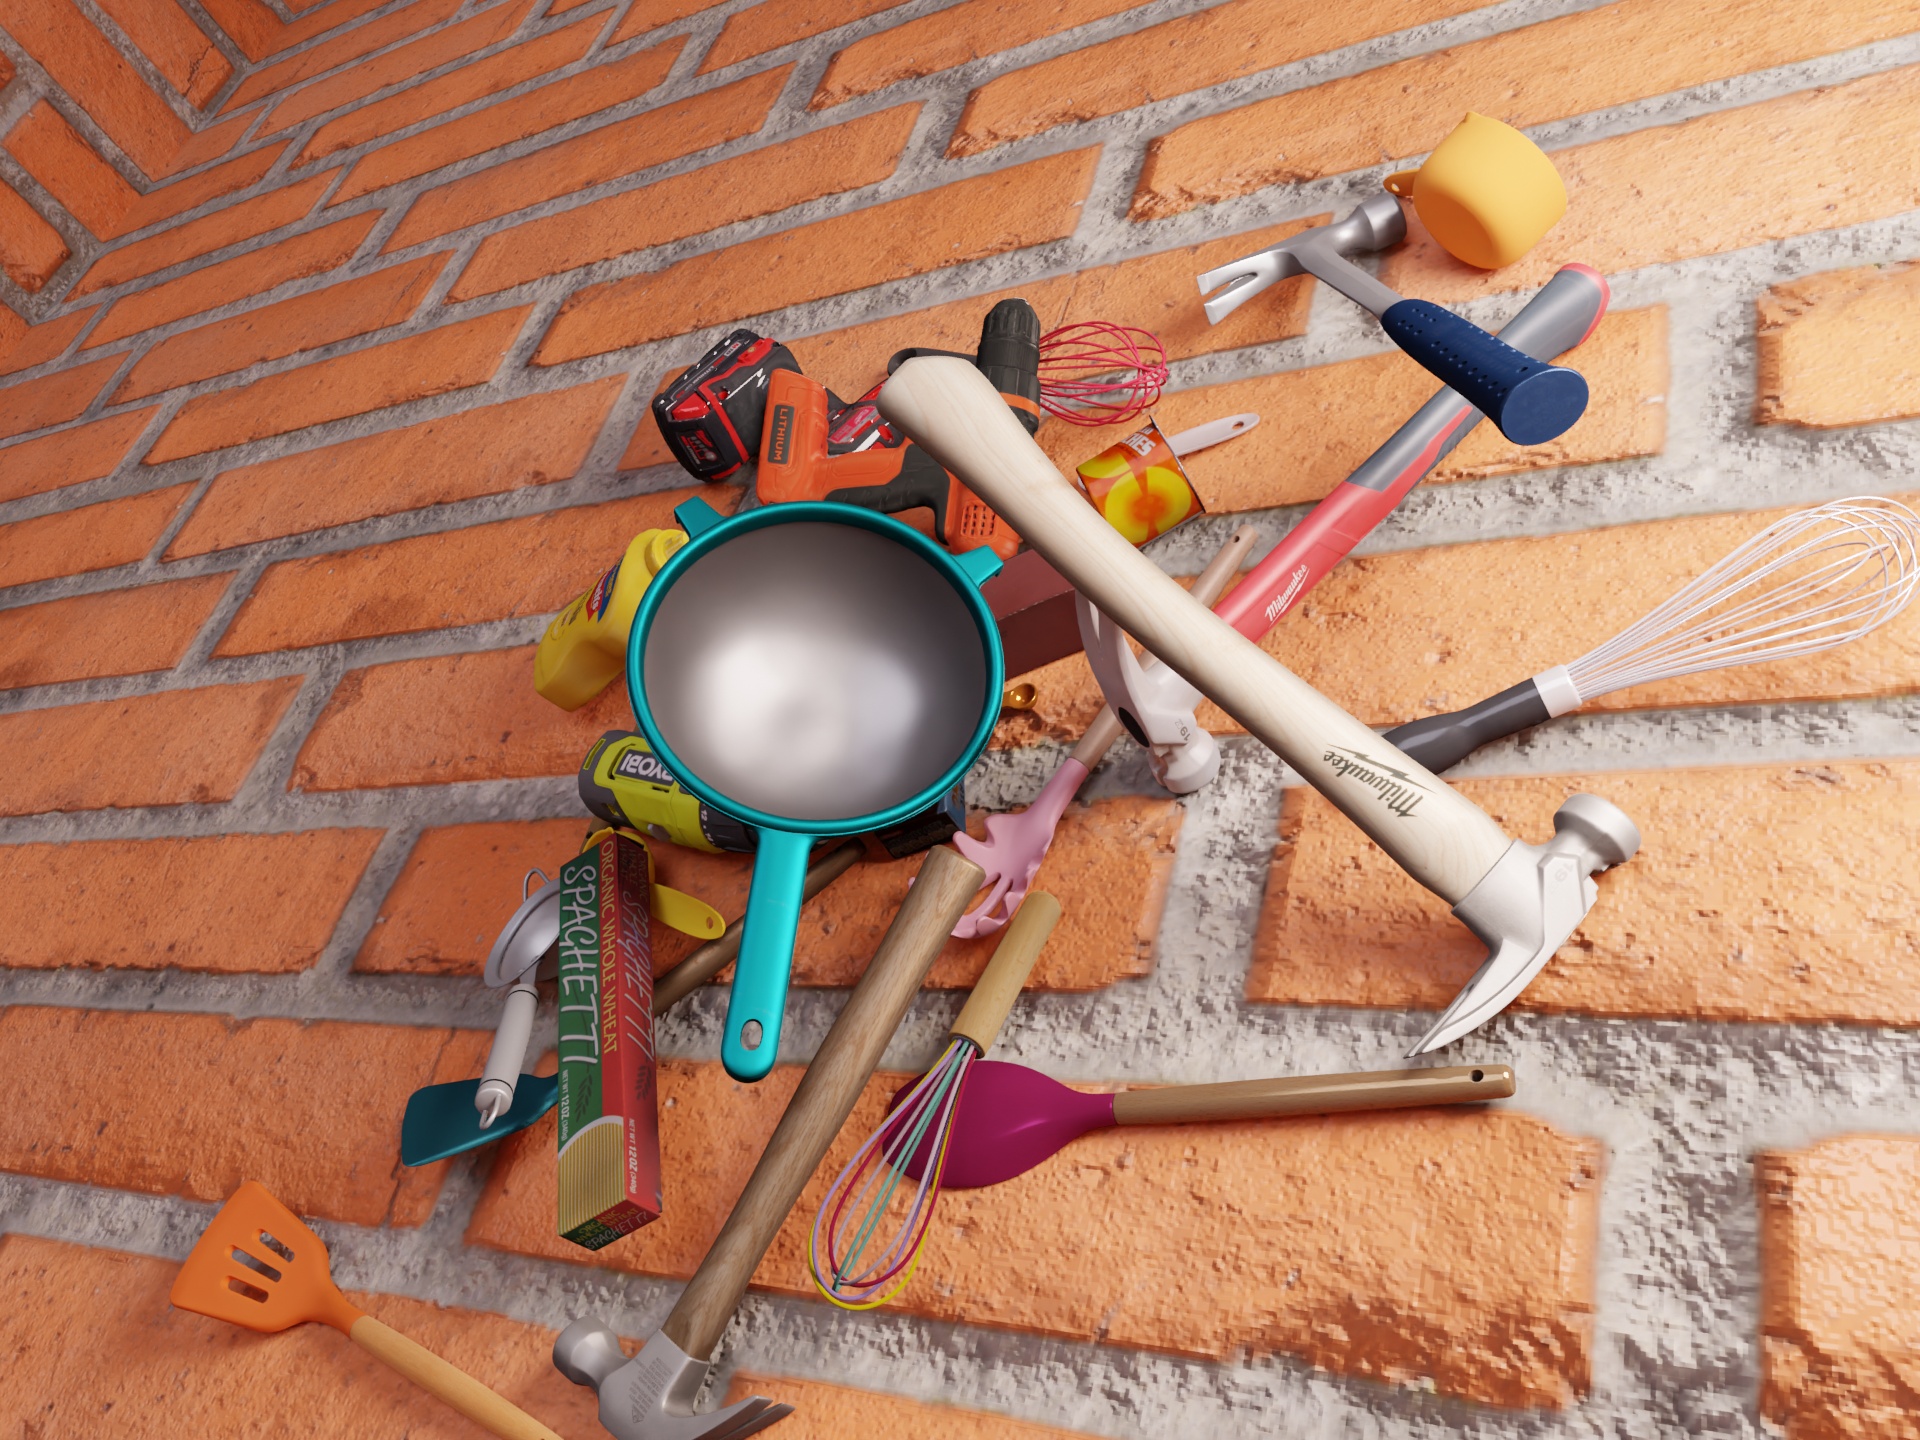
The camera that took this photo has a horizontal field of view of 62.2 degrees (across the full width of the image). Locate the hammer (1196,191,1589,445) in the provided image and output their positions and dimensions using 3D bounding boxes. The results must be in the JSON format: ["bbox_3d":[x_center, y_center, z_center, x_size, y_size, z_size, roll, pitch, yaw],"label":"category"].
[{"bbox_3d":[0.243,-0.230,0.905,0.144,0.035,0.406,-21,26,5],"label":"hammer"}]

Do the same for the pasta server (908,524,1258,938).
[{"bbox_3d":[0.081,0.001,0.910,0.060,0.040,0.316,24,68,37],"label":"pasta server"}]

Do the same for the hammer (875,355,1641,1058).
[{"bbox_3d":[0.110,-0.026,0.750,0.411,0.038,0.146,42,77,12],"label":"hammer"}]

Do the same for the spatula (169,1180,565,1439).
[{"bbox_3d":[-0.327,0.344,0.885,0.323,0.041,0.081,8,58,37],"label":"spatula"}]

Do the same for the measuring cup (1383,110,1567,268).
[{"bbox_3d":[0.311,-0.335,1.029,0.052,0.095,0.174,-47,25,-3],"label":"measuring cup"}]

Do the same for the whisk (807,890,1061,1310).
[{"bbox_3d":[-0.004,0.182,0.791,0.047,0.051,0.245,18,50,20],"label":"whisk"}]

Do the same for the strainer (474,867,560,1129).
[{"bbox_3d":[-0.260,0.165,0.951,0.087,0.050,0.259,-40,20,11],"label":"strainer"}]

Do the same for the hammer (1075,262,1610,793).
[{"bbox_3d":[0.221,-0.136,0.874,0.386,0.143,0.038,-44,41,-13],"label":"hammer"}]

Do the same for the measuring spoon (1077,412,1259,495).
[{"bbox_3d":[0.138,-0.173,1.044,0.124,0.018,0.034,-19,45,10],"label":"measuring spoon"}]

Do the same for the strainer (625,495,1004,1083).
[{"bbox_3d":[-0.092,0.041,0.897,0.211,0.095,0.341,9,65,-4],"label":"strainer"}]

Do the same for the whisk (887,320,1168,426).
[{"bbox_3d":[0.040,-0.251,1.146,0.296,0.073,0.073,17,64,49],"label":"whisk"}]

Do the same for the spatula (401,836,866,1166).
[{"bbox_3d":[-0.191,0.162,0.948,0.317,0.044,0.082,-37,24,-1],"label":"spatula"}]

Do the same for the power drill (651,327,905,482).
[{"bbox_3d":[-0.130,-0.217,1.211,0.220,0.078,0.143,27,65,41],"label":"power drill"}]

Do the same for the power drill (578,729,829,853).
[{"bbox_3d":[-0.125,-0.017,1.038,0.191,0.080,0.229,10,62,35],"label":"power drill"}]

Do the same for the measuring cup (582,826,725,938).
[{"bbox_3d":[-0.185,0.108,0.986,0.157,0.029,0.062,15,96,44],"label":"measuring cup"}]

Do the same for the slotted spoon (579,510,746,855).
[{"bbox_3d":[-0.202,-0.037,1.143,0.070,0.031,0.314,2,57,32],"label":"slotted spoon"}]

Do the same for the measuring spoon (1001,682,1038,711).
[{"bbox_3d":[-0.002,-0.003,0.992,0.117,0.011,0.021,-13,47,30],"label":"measuring spoon"}]

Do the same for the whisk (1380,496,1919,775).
[{"bbox_3d":[0.318,-0.027,0.764,0.284,0.070,0.070,-26,43,20],"label":"whisk"}]

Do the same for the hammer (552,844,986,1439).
[{"bbox_3d":[-0.079,0.213,0.807,0.130,0.031,0.331,22,77,41],"label":"hammer"}]

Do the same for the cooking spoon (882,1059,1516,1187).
[{"bbox_3d":[0.098,0.182,0.755,0.319,0.017,0.069,-11,49,27],"label":"cooking spoon"}]
